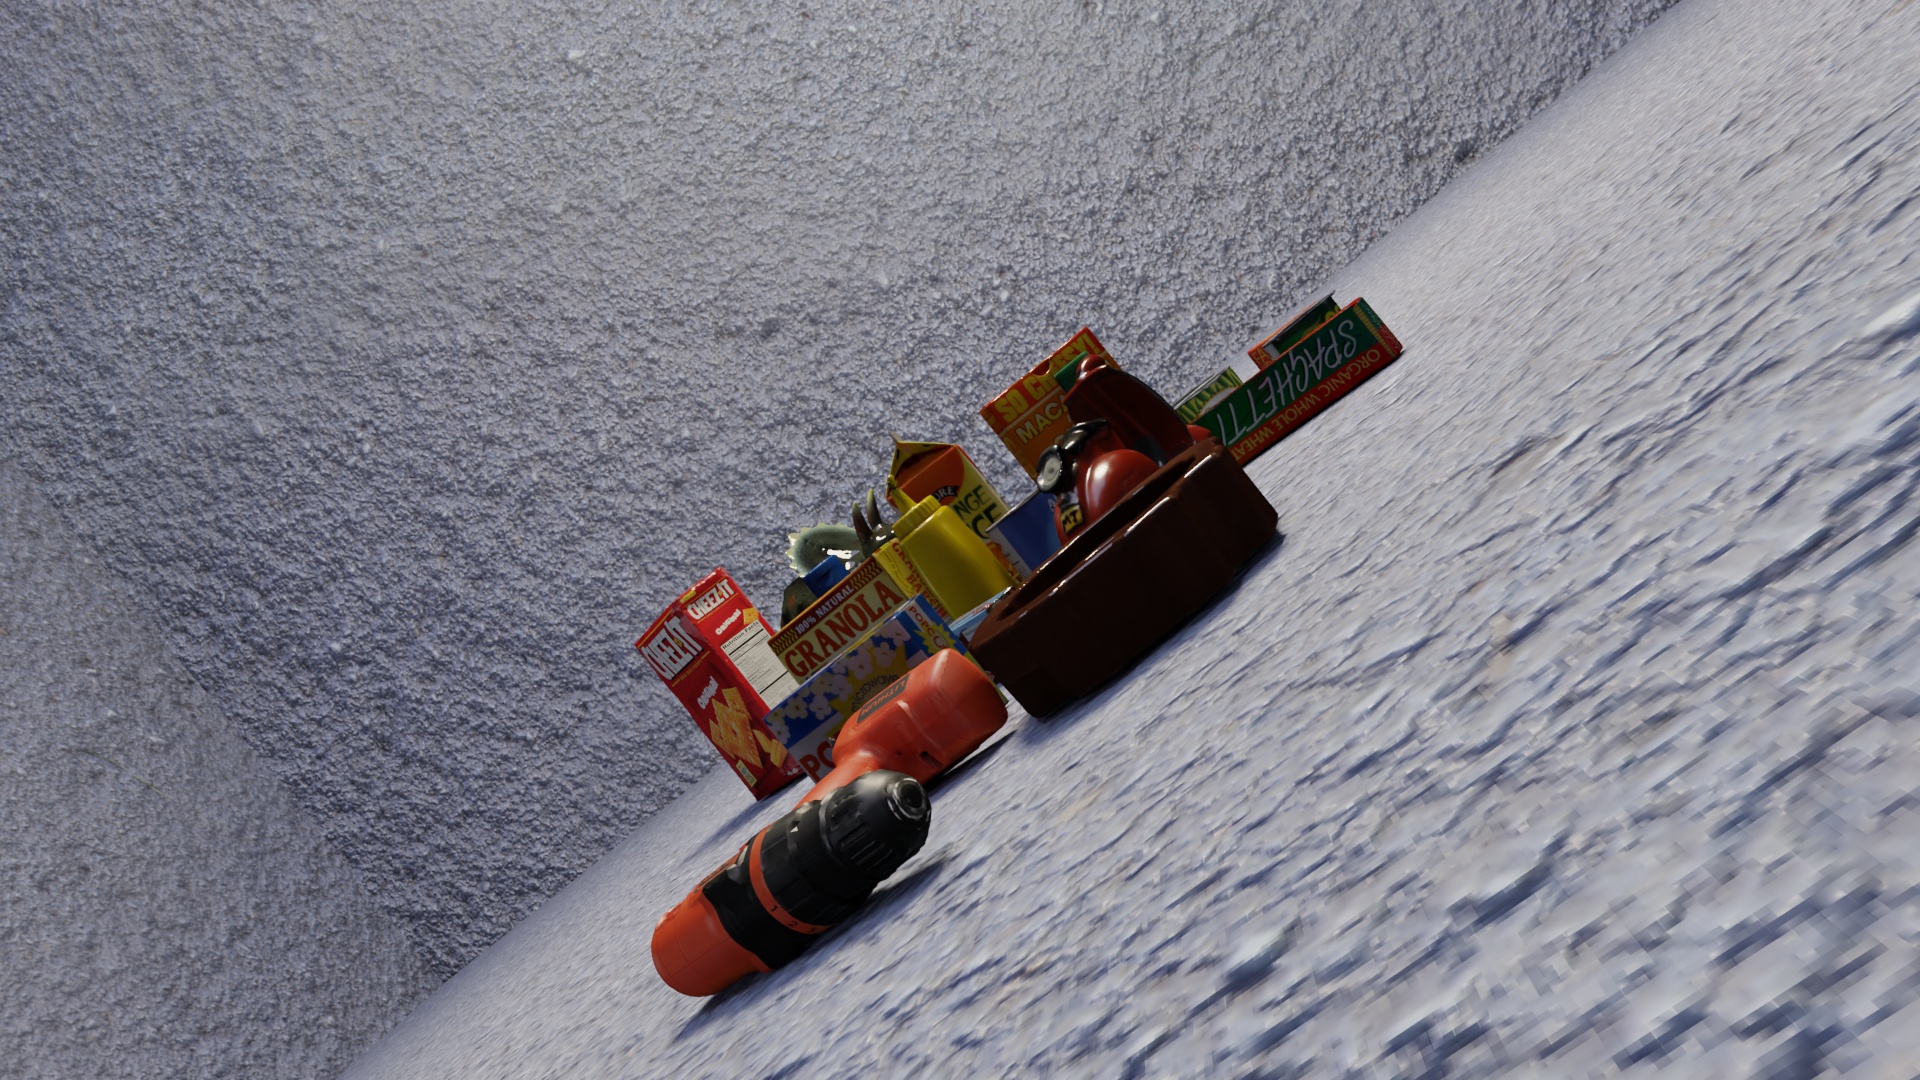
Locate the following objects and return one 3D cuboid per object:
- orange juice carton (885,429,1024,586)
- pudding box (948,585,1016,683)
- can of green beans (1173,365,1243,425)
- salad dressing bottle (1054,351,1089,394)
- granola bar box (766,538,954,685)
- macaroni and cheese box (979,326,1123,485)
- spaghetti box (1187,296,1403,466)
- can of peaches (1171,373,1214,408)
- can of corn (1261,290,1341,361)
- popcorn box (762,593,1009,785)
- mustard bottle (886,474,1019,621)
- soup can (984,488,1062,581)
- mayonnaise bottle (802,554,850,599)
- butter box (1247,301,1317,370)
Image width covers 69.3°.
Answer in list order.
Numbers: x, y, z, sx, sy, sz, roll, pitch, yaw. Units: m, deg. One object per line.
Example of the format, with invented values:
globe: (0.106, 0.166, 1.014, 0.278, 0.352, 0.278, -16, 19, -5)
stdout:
orange juice carton: (0.004, -0.014, 1.127, 0.073, 0.192, 0.072, -39, 1, 5)
pudding box: (0.022, 0.067, 0.934, 0.030, 0.049, 0.083, -39, 1, -31)
can of green beans: (0.233, -0.115, 1.247, 0.071, 0.058, 0.071, -39, 1, 1)
salad dressing bottle: (0.140, -0.097, 1.212, 0.064, 0.147, 0.044, -39, 1, -5)
granola bar box: (-0.072, 0.090, 1.153, 0.165, 0.124, 0.039, -38, 1, 39)
macaroni and cheese box: (0.117, -0.092, 1.259, 0.124, 0.166, 0.040, -39, 1, -11)
spaghetti box: (0.212, -0.088, 1.028, 0.249, 0.050, 0.029, -38, 1, 37)
can of peaches: (0.233, -0.117, 1.321, 0.071, 0.058, 0.071, -39, 1, 1)
can of corn: (0.284, -0.153, 1.095, 0.071, 0.058, 0.071, -39, 1, 1)
popcorn box: (-0.046, 0.102, 0.828, 0.126, 0.085, 0.038, -38, 1, 29)
mustard bottle: (-0.005, 0.016, 1.027, 0.048, 0.160, 0.065, -39, 1, 16)
soup can: (0.072, 0.004, 1.024, 0.071, 0.084, 0.071, -39, 1, 1)
mayonnaise bottle: (-0.081, 0.080, 1.231, 0.065, 0.148, 0.041, -39, 1, -1)
butter box: (0.316, -0.180, 1.303, 0.024, 0.053, 0.103, -39, 1, -23)
